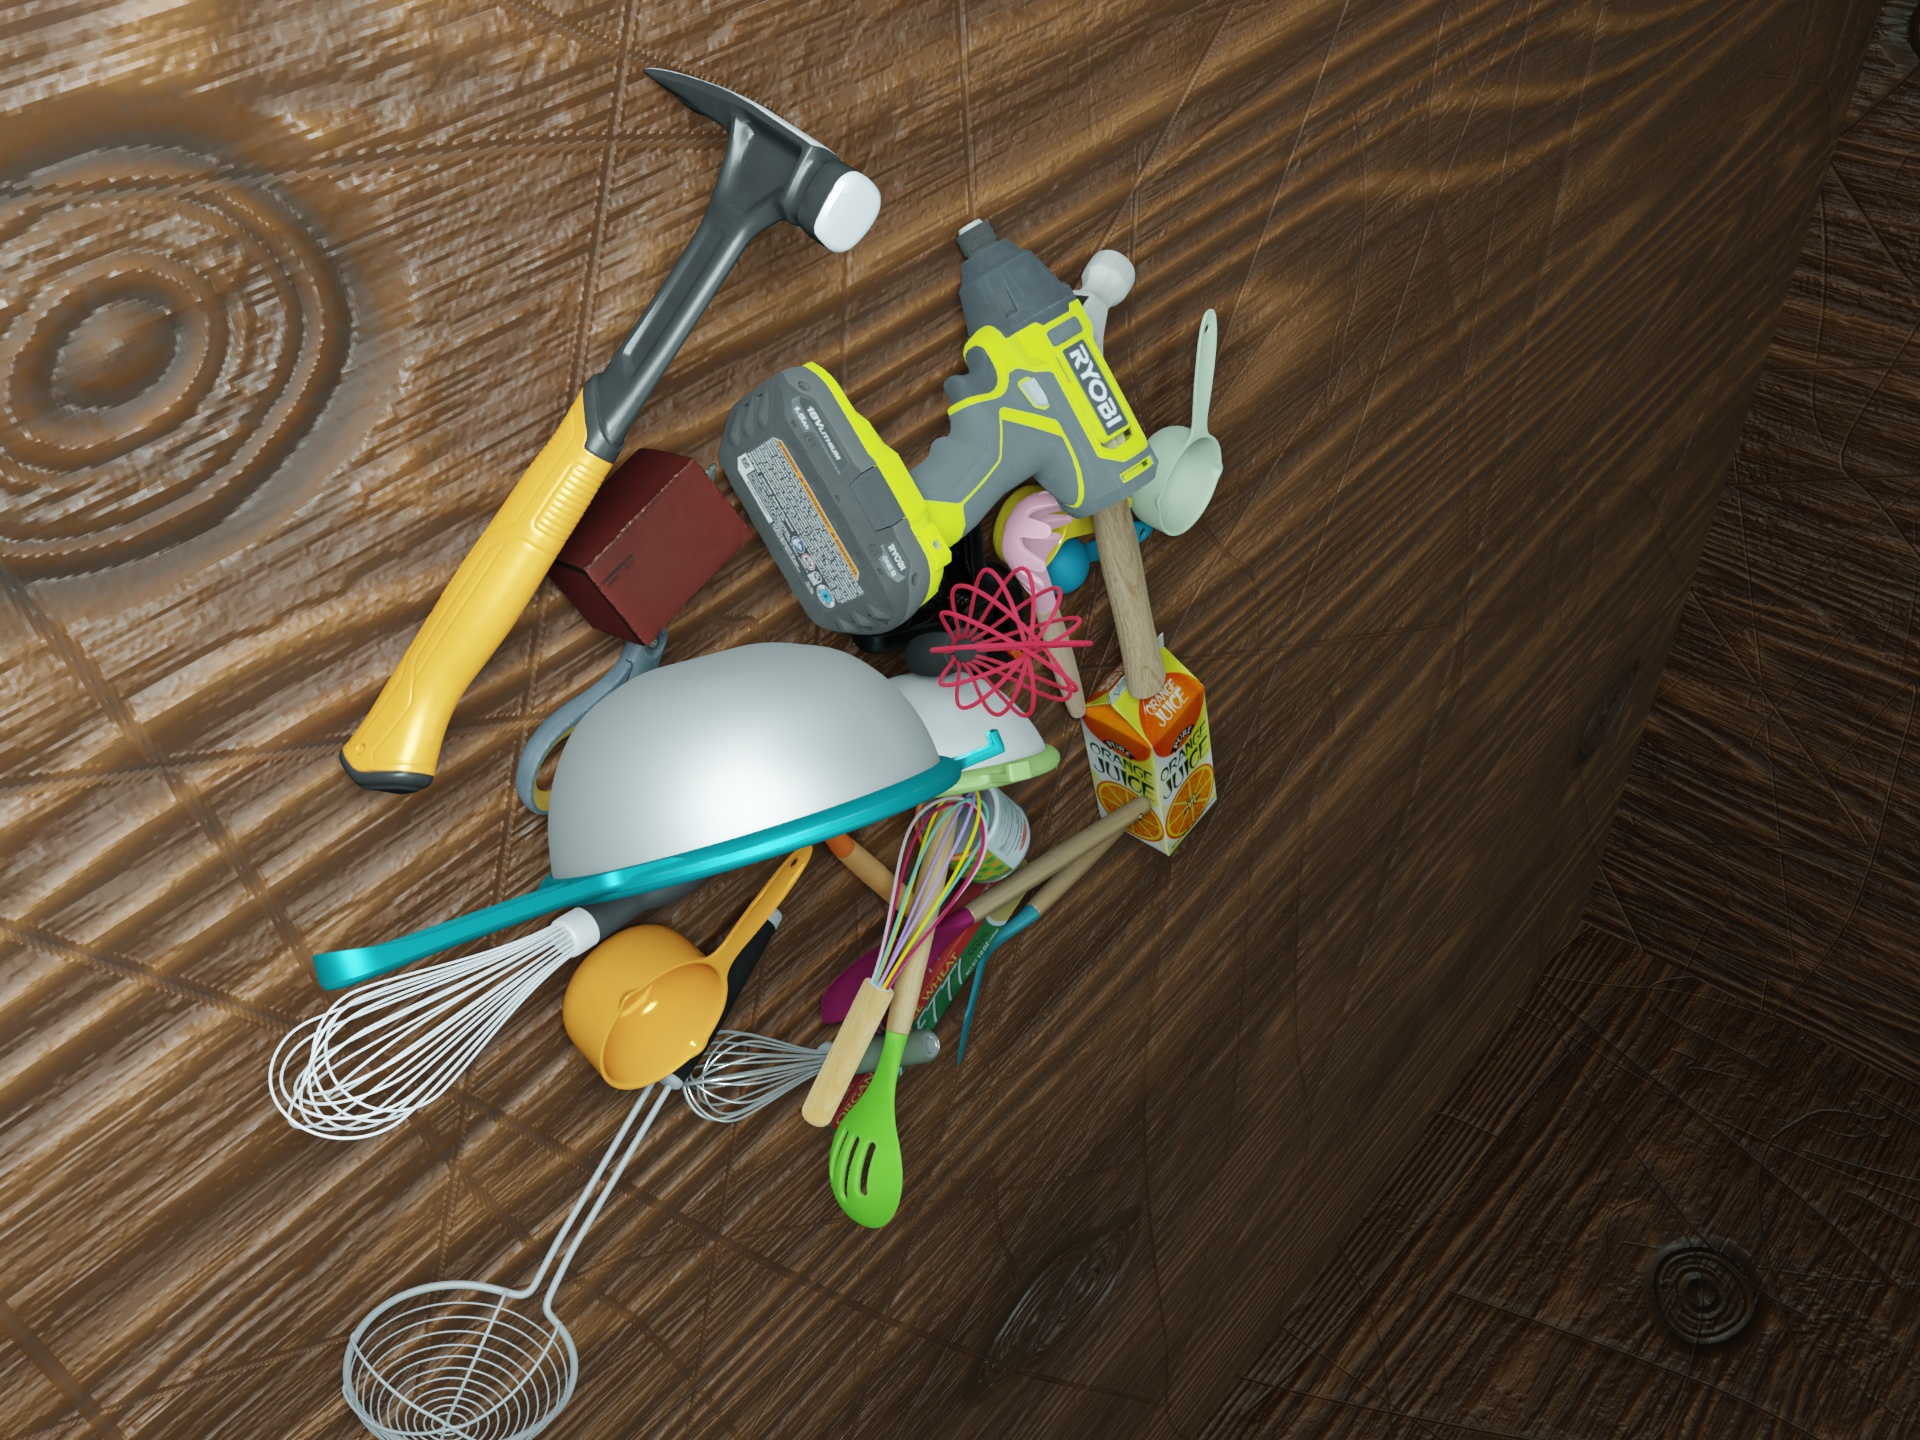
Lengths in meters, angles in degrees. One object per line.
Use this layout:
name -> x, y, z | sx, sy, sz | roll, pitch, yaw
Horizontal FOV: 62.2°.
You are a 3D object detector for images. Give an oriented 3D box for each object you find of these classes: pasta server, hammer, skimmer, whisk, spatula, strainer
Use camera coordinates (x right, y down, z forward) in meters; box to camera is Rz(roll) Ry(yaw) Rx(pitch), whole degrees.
pasta server -> 0.067, -0.064, 1.066 | 0.316, 0.040, 0.060 | 64, 47, -65
hammer -> 0.100, -0.134, 1.057 | 0.130, 0.031, 0.331 | -59, 148, -32
skimmer -> -0.220, 0.263, 0.946 | 0.127, 0.090, 0.363 | 40, 64, -21
whisk -> -0.225, 0.124, 0.823 | 0.284, 0.070, 0.070 | -33, 140, -47
spatula -> -0.069, 0.098, 1.034 | 0.322, 0.081, 0.041 | 53, 39, -62
strainer -> -0.002, -0.003, 1.020 | 0.256, 0.151, 0.069 | -27, 110, -70
strainer -> -0.148, 0.026, 0.718 | 0.340, 0.211, 0.095 | -19, 94, -53
whisk -> 0.005, -0.037, 0.816 | 0.073, 0.073, 0.296 | -58, -171, -5
whisk -> -0.096, 0.232, 1.080 | 0.246, 0.059, 0.058 | 6, 72, -51
whisk -> -0.044, 0.152, 1.032 | 0.051, 0.047, 0.245 | 17, 100, -61
hammer -> -0.171, -0.114, 0.682 | 0.337, 0.127, 0.034 | -55, 152, 9
spatula -> 0.083, 0.147, 1.302 | 0.317, 0.044, 0.082 | -42, 155, -31

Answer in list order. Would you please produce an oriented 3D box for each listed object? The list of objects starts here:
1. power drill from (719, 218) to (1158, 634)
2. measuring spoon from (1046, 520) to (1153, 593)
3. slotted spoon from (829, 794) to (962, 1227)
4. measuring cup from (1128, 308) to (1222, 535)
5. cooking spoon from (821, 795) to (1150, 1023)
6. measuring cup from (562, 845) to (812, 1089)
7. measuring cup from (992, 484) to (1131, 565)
power drill -> -0.009, -0.158, 0.842 | 0.223, 0.080, 0.171 | -37, 102, -34
measuring spoon -> 0.106, -0.120, 1.137 | 0.128, 0.021, 0.042 | -27, 135, -42
slotted spoon -> -0.038, 0.181, 1.059 | 0.031, 0.070, 0.314 | 16, 85, -44
measuring cup -> 0.153, -0.212, 1.121 | 0.083, 0.038, 0.167 | -31, 136, -40
cooking spoon -> 0.025, 0.132, 1.173 | 0.319, 0.017, 0.068 | -29, 142, -29
measuring cup -> -0.156, 0.127, 0.914 | 0.173, 0.052, 0.095 | -51, 148, -11
measuring cup -> 0.070, -0.138, 1.073 | 0.156, 0.029, 0.062 | -25, 135, -54
